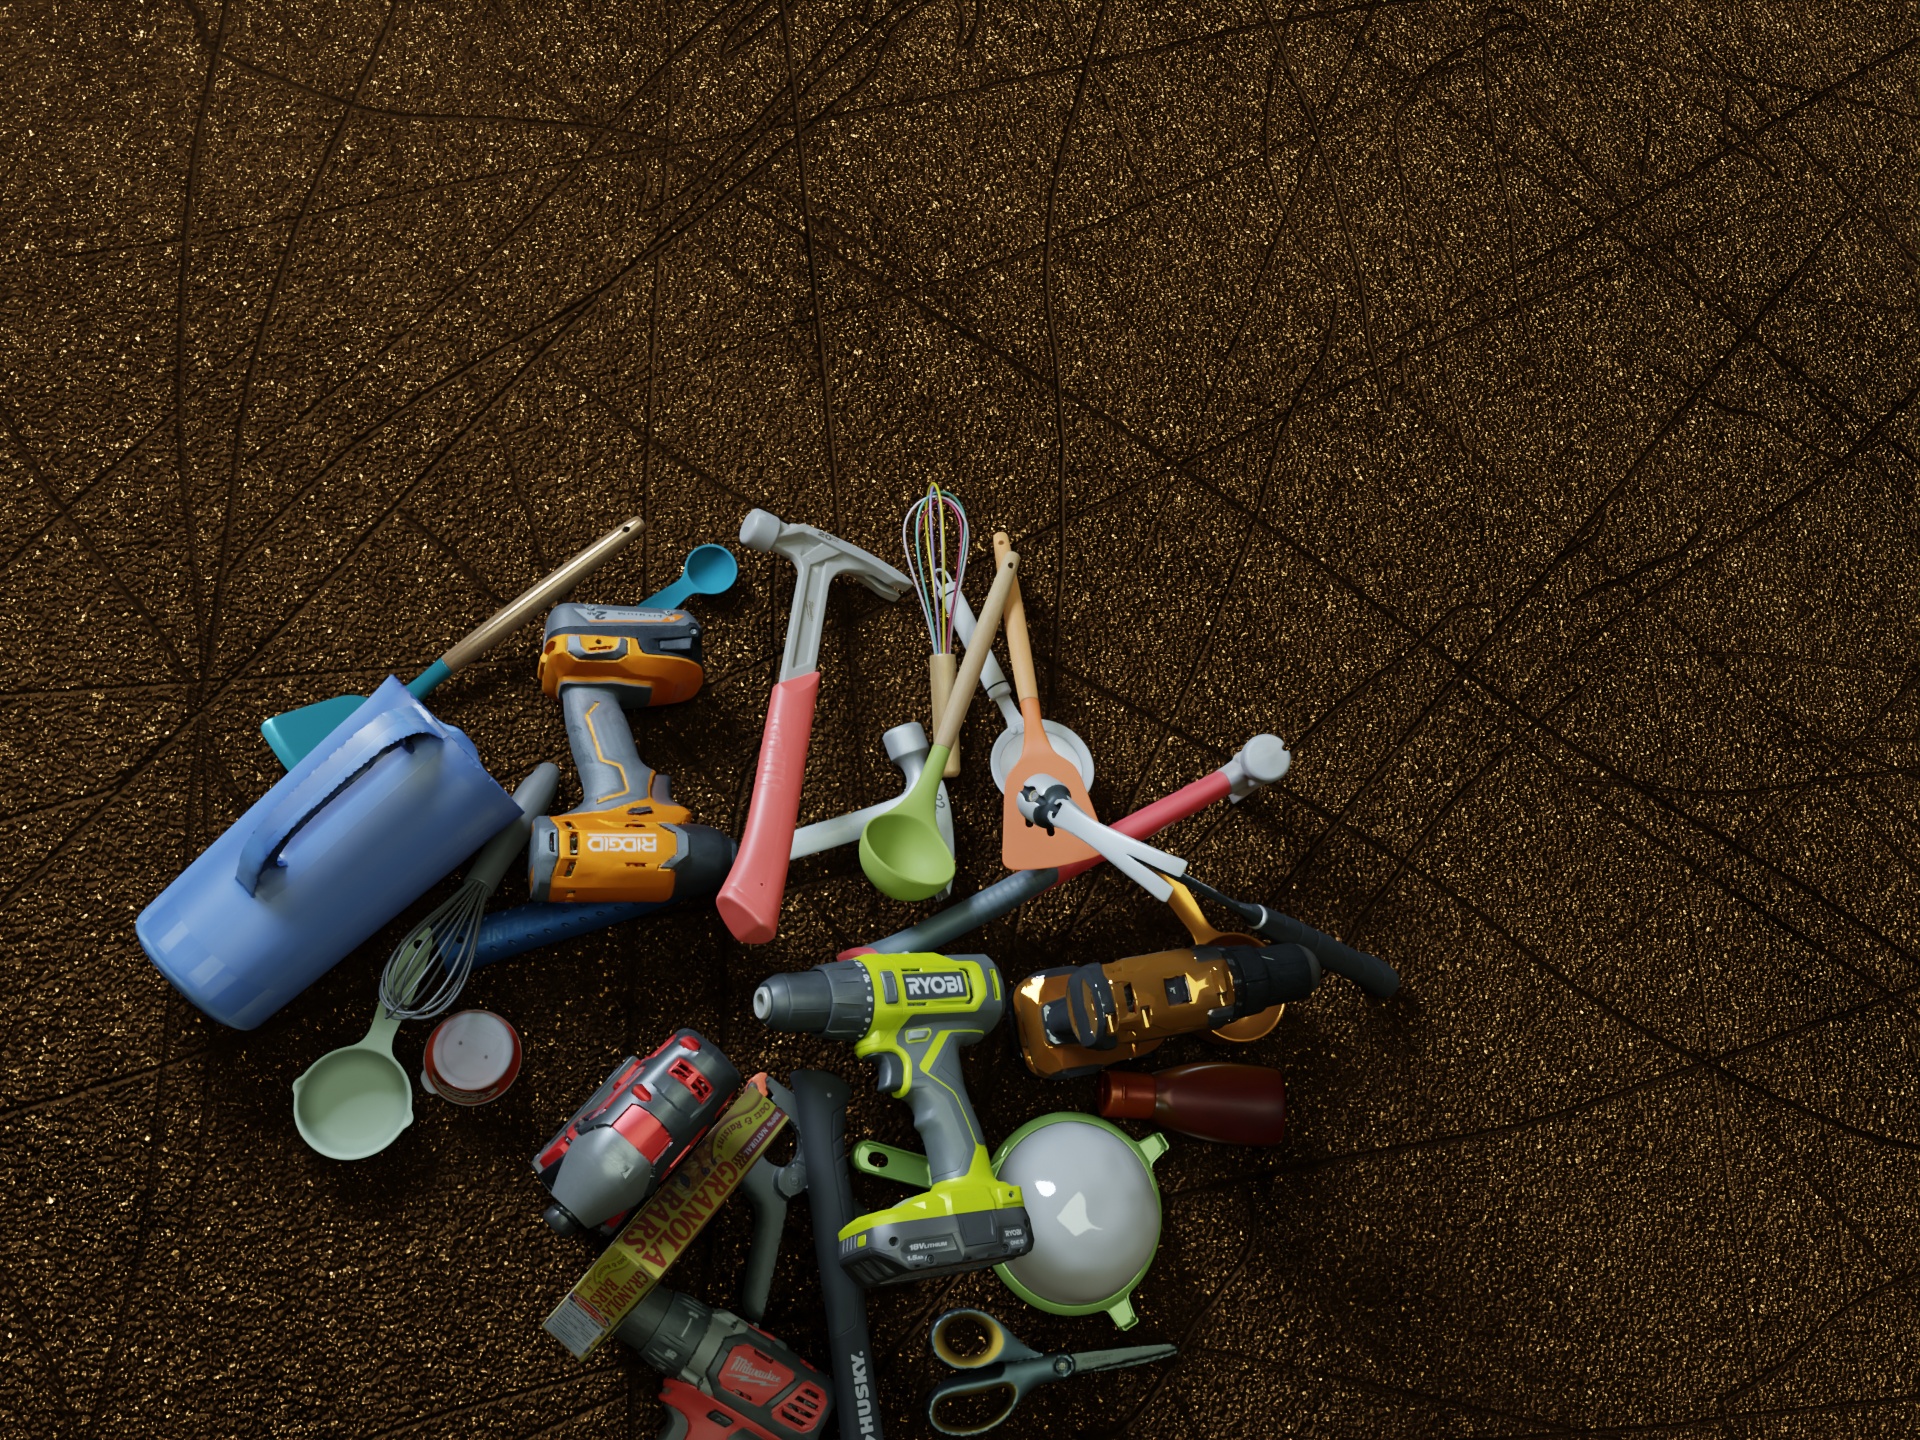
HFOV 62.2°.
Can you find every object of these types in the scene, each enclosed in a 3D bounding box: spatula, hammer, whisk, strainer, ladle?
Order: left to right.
[{"bbox_3d":[-0.367,-0.058,1.200,0.317,0.044,0.082,-39,83,-11],"label":"spatula"},{"bbox_3d":[-0.345,0.117,1.140,0.055,0.055,0.239,27,48,-7],"label":"whisk"},{"bbox_3d":[-0.192,0.121,1.218,0.405,0.035,0.144,-16,78,-20],"label":"hammer"},{"bbox_3d":[-0.122,0.004,1.211,0.149,0.036,0.359,24,52,-25],"label":"hammer"},{"bbox_3d":[-0.085,0.411,1.107,0.146,0.035,0.335,4,65,-34],"label":"hammer"},{"bbox_3d":[-0.015,-0.075,1.316,0.051,0.047,0.245,1,85,-44],"label":"whisk"},{"bbox_3d":[-0.002,-0.004,1.262,0.078,0.062,0.320,25,67,-11],"label":"ladle"},{"bbox_3d":[0.037,-0.017,1.328,0.087,0.050,0.259,-20,74,-21],"label":"strainer"},{"bbox_3d":[0.045,0.356,1.196,0.256,0.069,0.152,19,69,-12],"label":"strainer"},{"bbox_3d":[0.053,-0.028,1.295,0.081,0.041,0.323,-10,53,4],"label":"spatula"},{"bbox_3d":[0.080,0.119,1.279,0.386,0.143,0.038,-26,81,-11],"label":"hammer"},{"bbox_3d":[0.221,0.147,1.224,0.408,0.149,0.036,28,92,-39],"label":"hammer"}]

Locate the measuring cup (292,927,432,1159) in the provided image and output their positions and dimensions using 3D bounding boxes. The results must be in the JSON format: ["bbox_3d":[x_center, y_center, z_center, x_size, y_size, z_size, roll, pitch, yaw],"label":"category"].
[{"bbox_3d":[-0.408,0.226,1.120,0.083,0.038,0.168,20,68,-10],"label":"measuring cup"}]

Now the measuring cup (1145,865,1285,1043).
[{"bbox_3d":[0.193,0.186,1.305,0.095,0.052,0.174,-30,82,-22],"label":"measuring cup"}]

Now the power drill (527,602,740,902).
[{"bbox_3d":[-0.237,0.029,1.187,0.164,0.084,0.227,3,60,-18],"label":"power drill"}]

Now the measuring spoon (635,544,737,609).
[{"bbox_3d":[-0.237,-0.095,1.286,0.128,0.021,0.042,-37,87,-14],"label":"measuring spoon"}]

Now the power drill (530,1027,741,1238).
[{"bbox_3d":[-0.222,0.282,1.058,0.078,0.219,0.143,43,67,0],"label":"power drill"}]

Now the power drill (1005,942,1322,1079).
[{"bbox_3d":[0.145,0.209,1.186,0.185,0.226,0.084,-7,76,-19],"label":"power drill"}]

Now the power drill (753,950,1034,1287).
[{"bbox_3d":[-0.045,0.276,1.134,0.190,0.080,0.229,4,62,-32],"label":"power drill"}]

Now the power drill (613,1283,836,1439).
[{"bbox_3d":[-0.212,0.503,1.073,0.188,0.080,0.227,33,64,-5],"label":"power drill"}]
